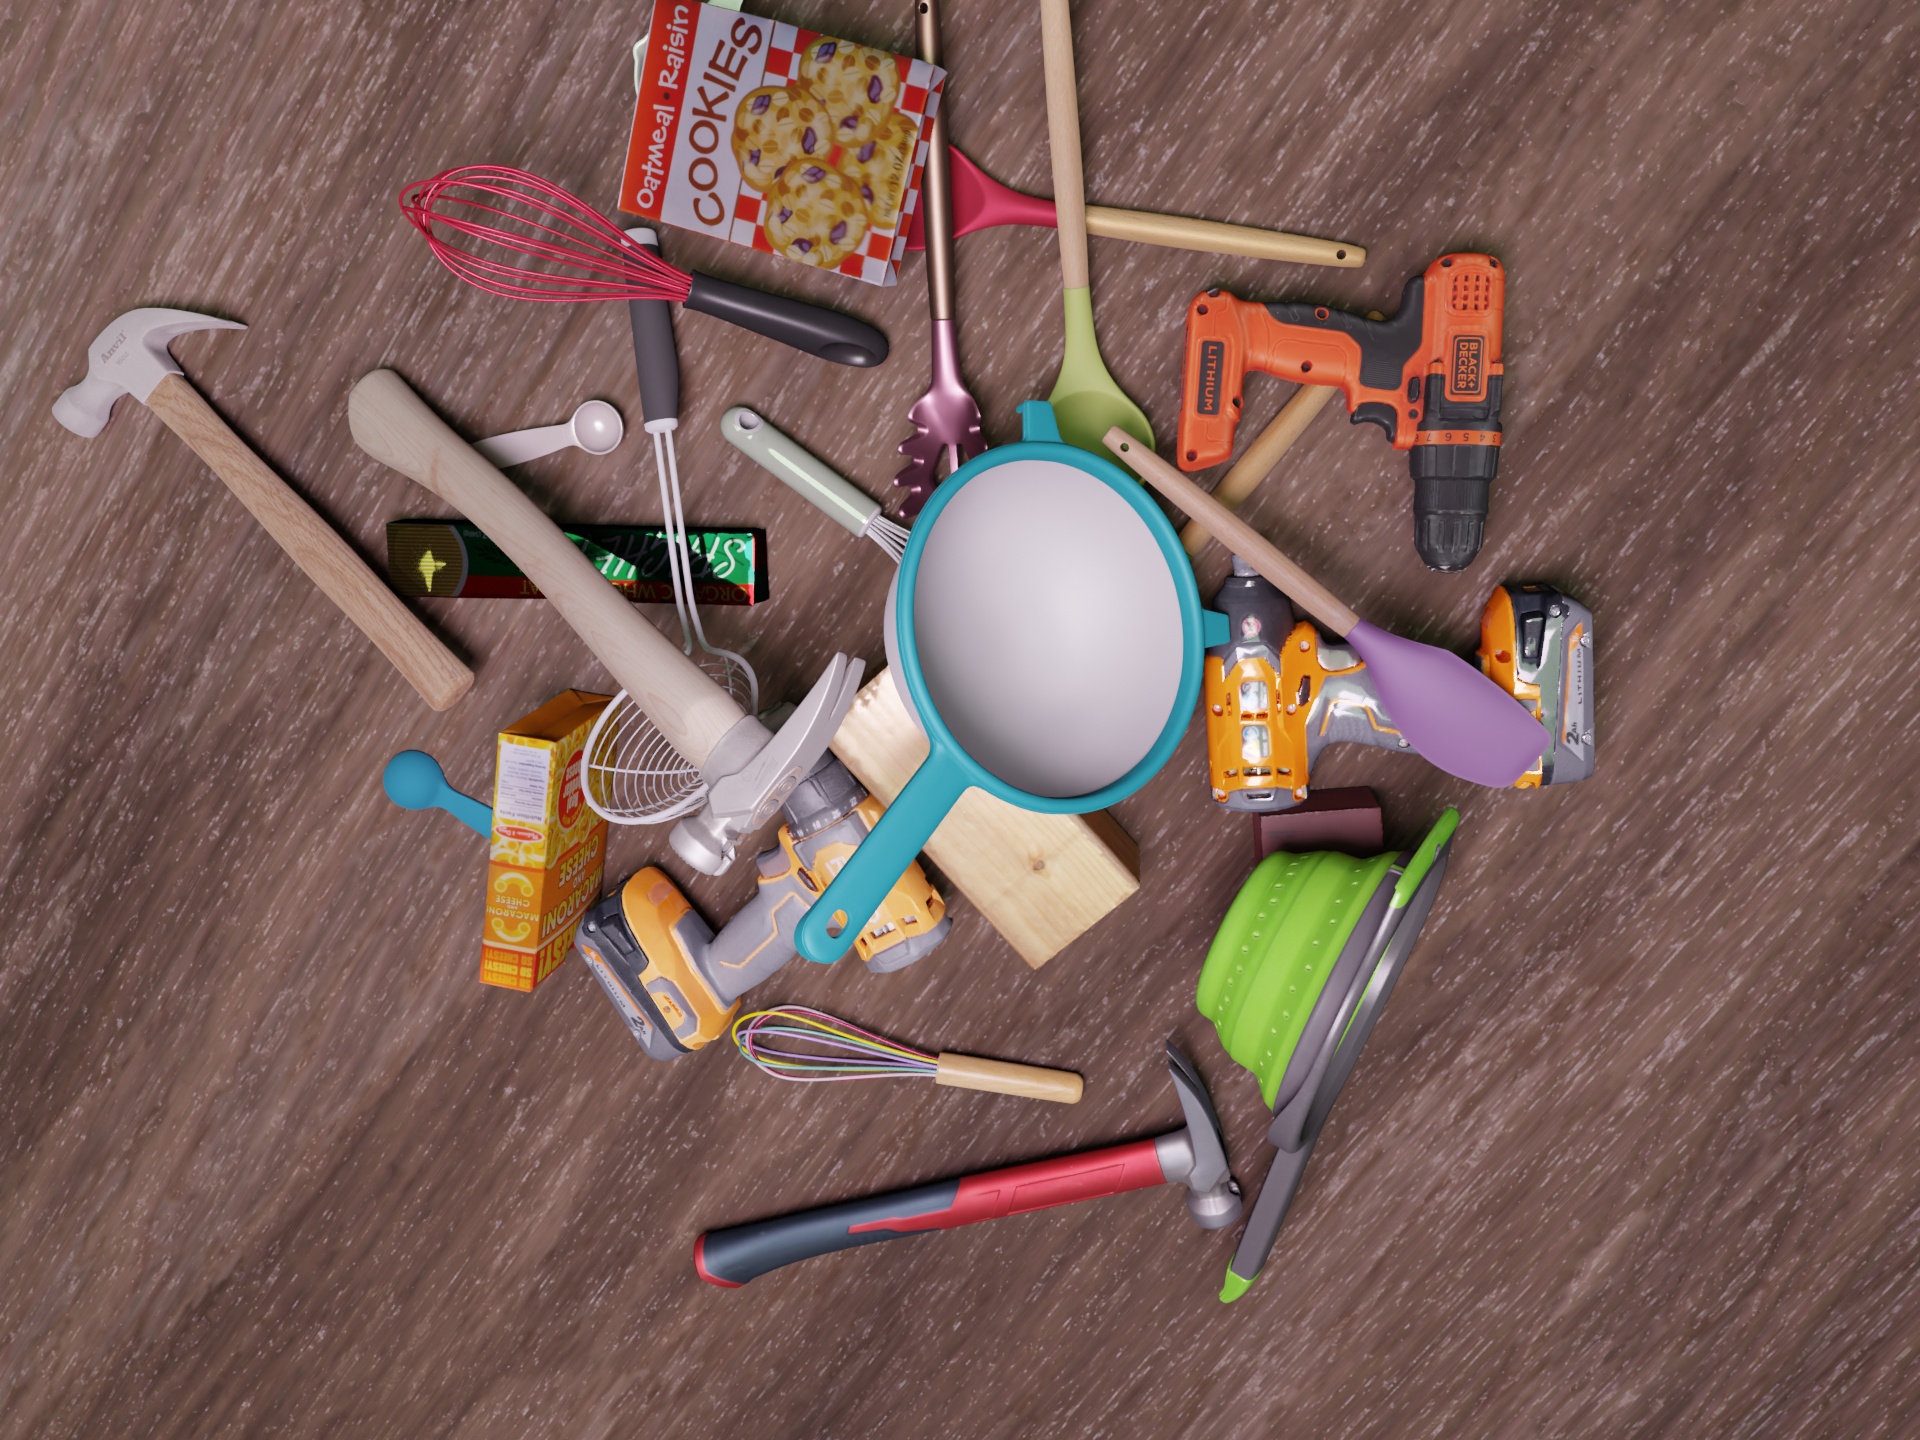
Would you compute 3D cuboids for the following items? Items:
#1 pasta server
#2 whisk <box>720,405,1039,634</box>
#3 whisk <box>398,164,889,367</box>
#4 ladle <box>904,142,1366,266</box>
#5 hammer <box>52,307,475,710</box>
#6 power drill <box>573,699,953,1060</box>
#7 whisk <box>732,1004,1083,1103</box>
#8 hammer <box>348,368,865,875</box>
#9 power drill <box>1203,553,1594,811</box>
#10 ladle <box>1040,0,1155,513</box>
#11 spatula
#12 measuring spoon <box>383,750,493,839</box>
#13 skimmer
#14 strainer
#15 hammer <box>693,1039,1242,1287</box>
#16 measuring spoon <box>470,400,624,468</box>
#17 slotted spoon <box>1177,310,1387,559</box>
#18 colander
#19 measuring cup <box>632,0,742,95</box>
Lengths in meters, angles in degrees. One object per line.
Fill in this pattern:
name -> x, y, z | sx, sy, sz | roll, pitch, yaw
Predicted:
pasta server -> -0.013, -0.266, 0.945 | 0.060, 0.040, 0.316 | 2, 109, 14
whisk -> -0.051, -0.121, 1.010 | 0.246, 0.059, 0.058 | 36, 61, 0
whisk -> -0.181, -0.263, 0.945 | 0.295, 0.073, 0.073 | 14, 106, -19
ladle -> 0.087, -0.302, 0.958 | 0.315, 0.031, 0.069 | 9, 110, 2
hammer -> -0.437, -0.136, 1.030 | 0.331, 0.031, 0.130 | 45, 103, 3
power drill -> -0.141, 0.106, 1.038 | 0.226, 0.084, 0.185 | -28, 99, 21
whisk -> -0.037, 0.234, 1.094 | 0.245, 0.051, 0.047 | 9, 99, 1
hammer -> -0.232, -0.095, 0.948 | 0.411, 0.038, 0.146 | 42, 100, 22
power drill -> 0.264, -0.031, 0.979 | 0.226, 0.084, 0.164 | -4, 102, 10
ladle -> 0.067, -0.279, 0.927 | 0.078, 0.062, 0.320 | -6, 112, 2
spatula -> 0.208, -0.069, 0.933 | 0.316, 0.018, 0.059 | 39, 109, 1
measuring spoon -> -0.342, 0.065, 1.094 | 0.128, 0.021, 0.042 | 30, 105, -1
skimmer -> -0.192, -0.121, 0.968 | 0.127, 0.090, 0.363 | -6, 92, 29
strainer -> -0.001, -0.003, 0.901 | 0.210, 0.095, 0.340 | 46, 65, -21
hammer -> -0.010, 0.324, 1.103 | 0.386, 0.038, 0.143 | -15, 115, 11
measuring spoon -> -0.273, -0.181, 1.034 | 0.124, 0.018, 0.034 | -10, 103, 15
slotted spoon -> 0.154, -0.128, 0.994 | 0.070, 0.031, 0.313 | 40, 103, -2
colander -> 0.190, 0.211, 0.989 | 0.094, 0.204, 0.396 | 26, 125, 22
measuring cup -> -0.135, -0.423, 0.947 | 0.083, 0.038, 0.167 | 26, 103, -1
